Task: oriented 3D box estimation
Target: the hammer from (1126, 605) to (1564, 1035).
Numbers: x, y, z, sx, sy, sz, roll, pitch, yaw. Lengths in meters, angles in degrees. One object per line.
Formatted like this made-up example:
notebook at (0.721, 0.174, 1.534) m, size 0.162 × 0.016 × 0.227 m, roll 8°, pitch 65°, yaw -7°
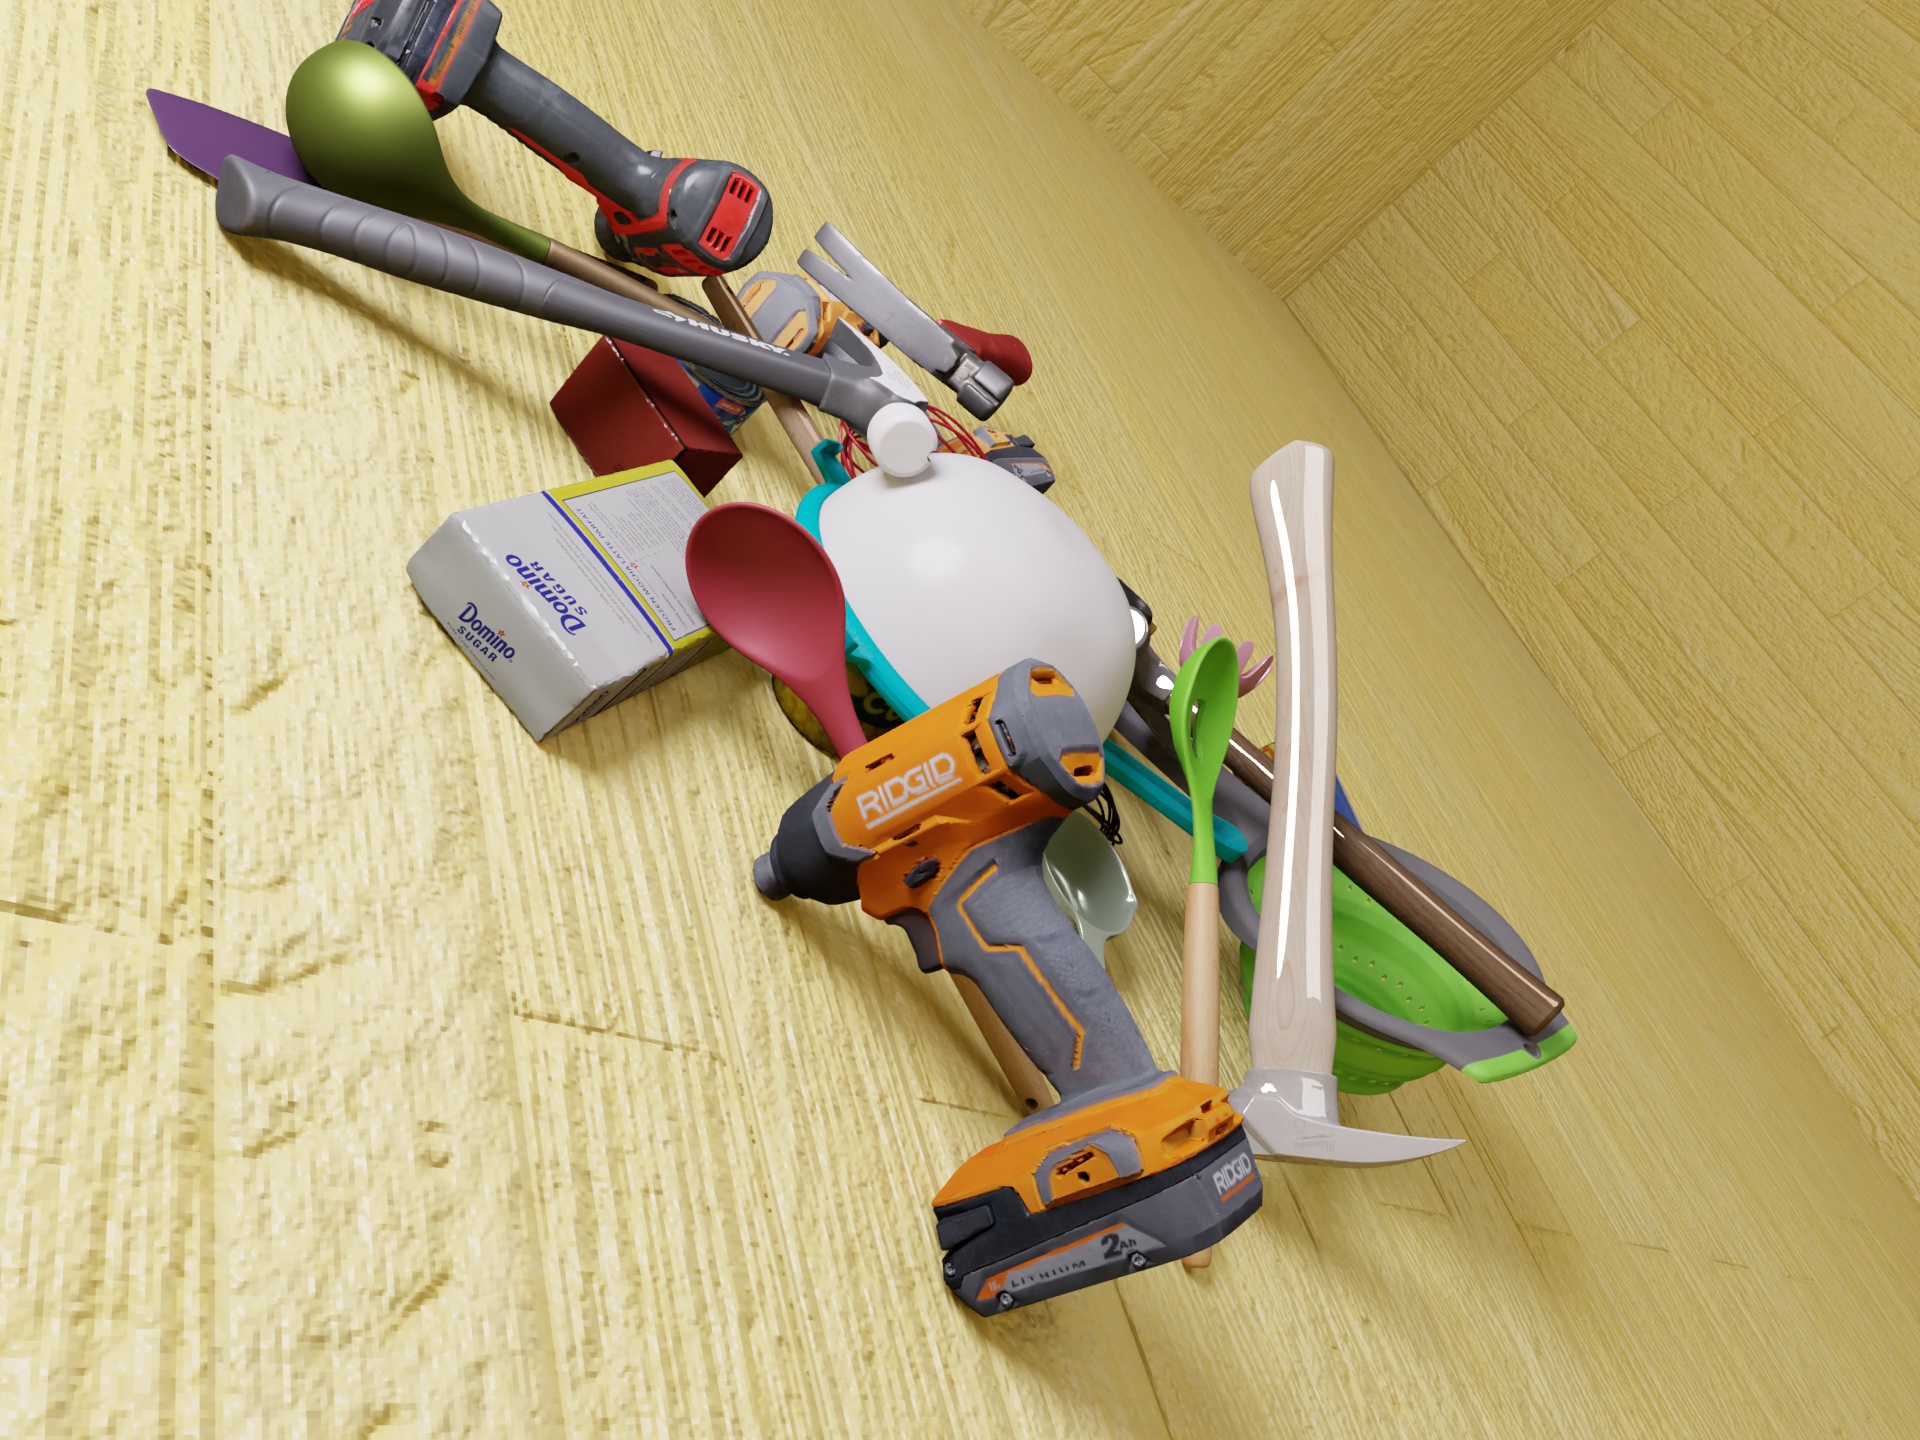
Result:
hammer at (0.209, 0.060, 0.930) m, size 0.331 × 0.031 × 0.130 m, roll 43°, pitch -5°, yaw 21°

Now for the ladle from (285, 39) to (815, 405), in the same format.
ladle at (-0.193, -0.243, 0.828) m, size 0.319 × 0.078 × 0.062 m, roll 21°, pitch 63°, yaw -41°

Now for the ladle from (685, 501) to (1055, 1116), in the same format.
ladle at (-0.030, 0.045, 0.708) m, size 0.315 × 0.069 × 0.031 m, roll 63°, pitch 27°, yaw -6°

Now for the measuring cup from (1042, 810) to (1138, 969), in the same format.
measuring cup at (0.055, 0.121, 0.822) m, size 0.083 × 0.038 × 0.168 m, roll 35°, pitch 38°, yaw -31°

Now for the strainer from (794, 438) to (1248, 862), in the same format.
strainer at (0.067, -0.032, 0.846) m, size 0.340 × 0.095 × 0.211 m, roll 36°, pitch 25°, yaw -28°

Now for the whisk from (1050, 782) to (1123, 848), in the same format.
whisk at (-0.001, -0.004, 0.892) m, size 0.239 × 0.055 × 0.055 m, roll 40°, pitch 25°, yaw -9°

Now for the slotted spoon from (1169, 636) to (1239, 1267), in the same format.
slotted spoon at (0.119, 0.107, 0.793) m, size 0.070 × 0.031 × 0.314 m, roll 36°, pitch 53°, yaw -56°

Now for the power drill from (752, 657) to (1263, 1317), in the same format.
power drill at (0.009, 0.110, 0.637) m, size 0.084 × 0.164 × 0.226 m, roll -2°, pitch 67°, yaw -60°

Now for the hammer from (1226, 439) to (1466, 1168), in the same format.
hammer at (0.197, 0.033, 0.873) m, size 0.146 × 0.038 × 0.411 m, roll 7°, pitch 69°, yaw -3°

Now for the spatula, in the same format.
spatula at (-0.273, -0.263, 0.841) m, size 0.315 × 0.018 × 0.060 m, roll 0°, pitch 56°, yaw -58°

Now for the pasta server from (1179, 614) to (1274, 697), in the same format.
pasta server at (0.177, -0.023, 1.108) m, size 0.060 × 0.040 × 0.316 m, roll 29°, pitch 0°, yaw 9°

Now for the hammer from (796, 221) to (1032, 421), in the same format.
hammer at (-0.004, -0.267, 1.106) m, size 0.149 × 0.036 × 0.359 m, roll 41°, pitch 15°, yaw 1°

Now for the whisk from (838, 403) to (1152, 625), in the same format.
whisk at (0.031, -0.118, 0.989) m, size 0.295 × 0.073 × 0.073 m, roll 27°, pitch 32°, yaw -43°

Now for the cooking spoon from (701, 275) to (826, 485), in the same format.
cooking spoon at (-0.065, -0.123, 0.937) m, size 0.319 × 0.017 × 0.069 m, roll 59°, pitch 28°, yaw -2°

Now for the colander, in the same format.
colander at (0.192, 0.111, 1.010) m, size 0.204 × 0.094 × 0.398 m, roll -6°, pitch 38°, yaw -40°

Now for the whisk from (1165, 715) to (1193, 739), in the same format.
whisk at (0.189, 0.049, 1.143) m, size 0.245 × 0.051 × 0.047 m, roll 45°, pitch 30°, yaw -2°

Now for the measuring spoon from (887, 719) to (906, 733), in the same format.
measuring spoon at (0.003, 0.037, 0.869) m, size 0.124 × 0.018 × 0.034 m, roll 47°, pitch 24°, yaw -8°

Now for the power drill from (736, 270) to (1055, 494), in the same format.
power drill at (-0.039, -0.223, 1.112) m, size 0.226 × 0.084 × 0.185 m, roll 46°, pitch 22°, yaw 4°

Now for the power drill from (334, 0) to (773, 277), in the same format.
power drill at (-0.228, -0.318, 0.877) m, size 0.226 × 0.080 × 0.188 m, roll 26°, pitch -1°, yaw -34°

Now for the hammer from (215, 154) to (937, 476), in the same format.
hammer at (-0.177, -0.199, 0.762) m, size 0.334 × 0.035 × 0.146 m, roll 14°, pitch 25°, yaw -22°
